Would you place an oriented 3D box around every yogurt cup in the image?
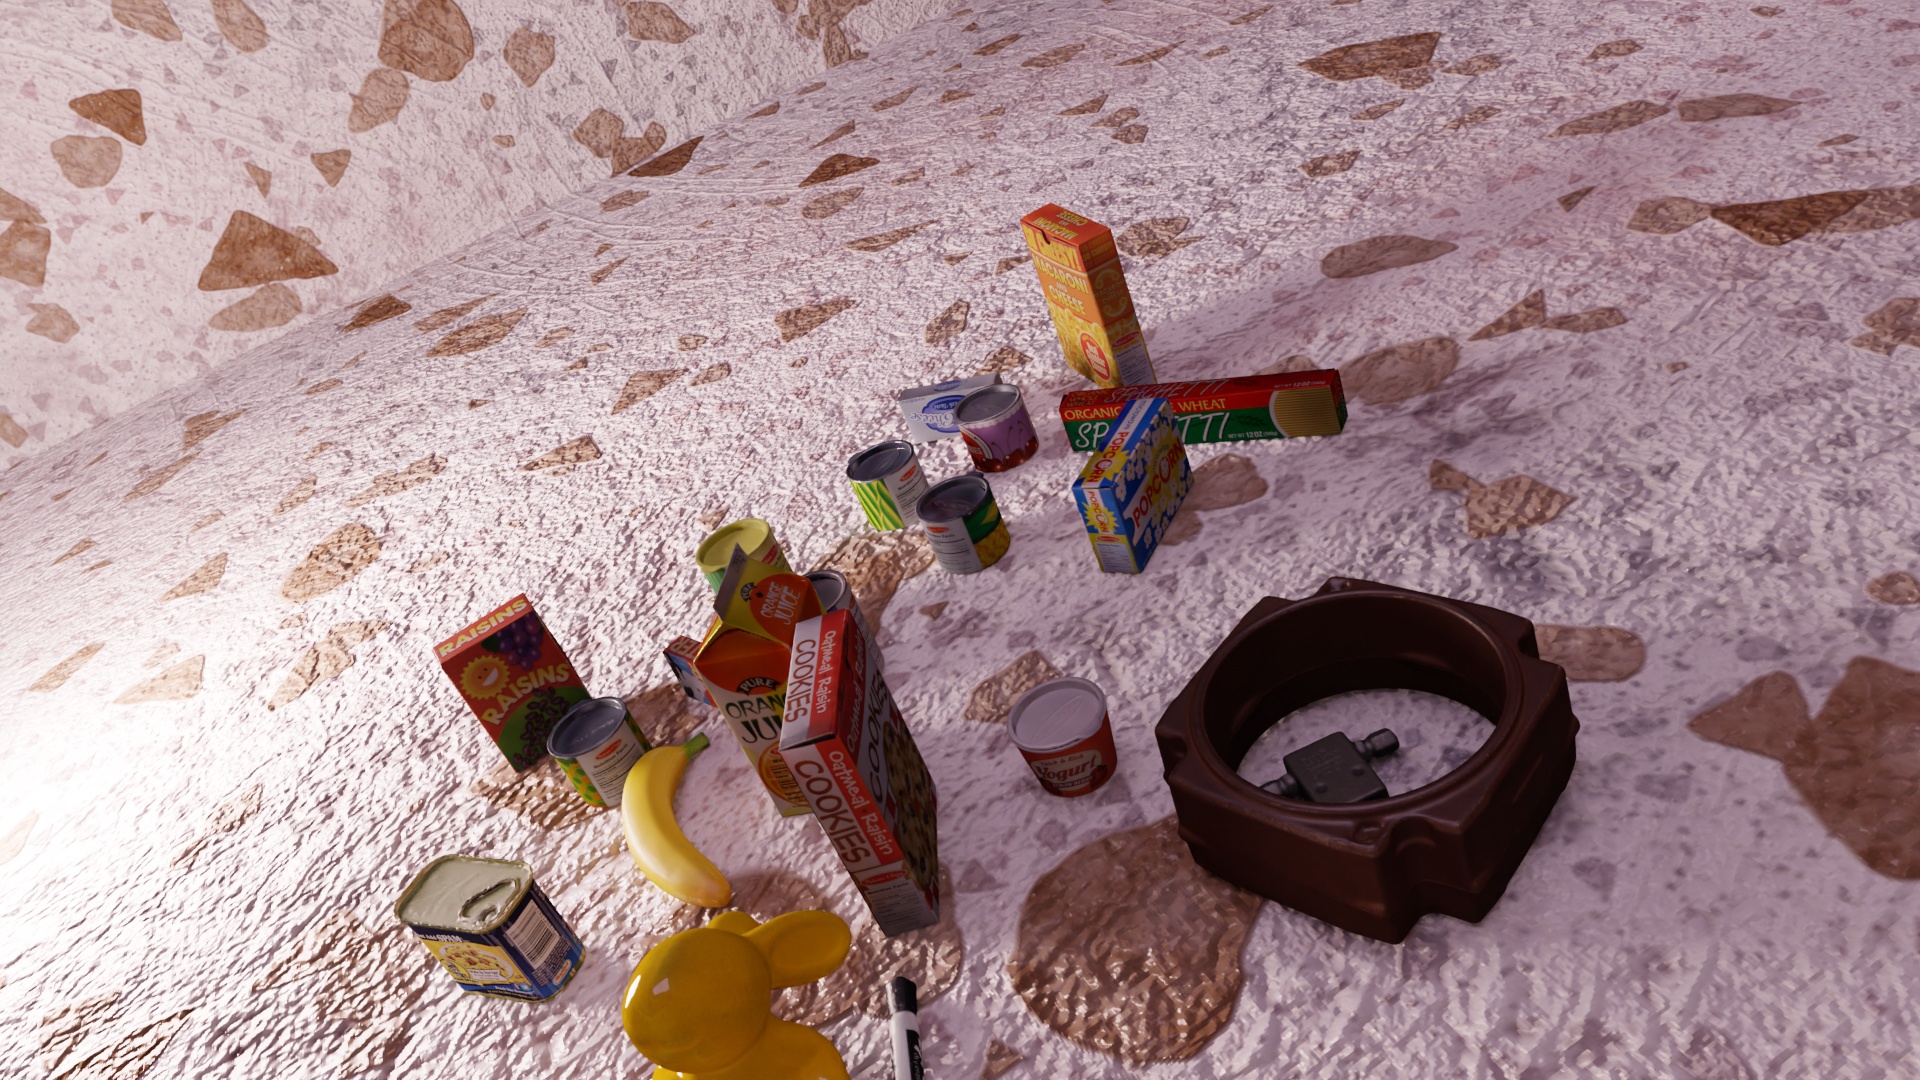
[{"bbox_3d":[0.070,0.131,0.914,0.072,0.053,0.073,-16,32,11],"label":"yogurt cup"}]

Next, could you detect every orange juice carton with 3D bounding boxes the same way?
[{"bbox_3d":[-0.122,0.096,0.957,0.073,0.191,0.072,-13,33,17],"label":"orange juice carton"}]

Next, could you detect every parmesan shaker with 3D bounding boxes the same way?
[{"bbox_3d":[-0.170,0.043,1.152,0.071,0.102,0.072,-16,32,11],"label":"parmesan shaker"}]

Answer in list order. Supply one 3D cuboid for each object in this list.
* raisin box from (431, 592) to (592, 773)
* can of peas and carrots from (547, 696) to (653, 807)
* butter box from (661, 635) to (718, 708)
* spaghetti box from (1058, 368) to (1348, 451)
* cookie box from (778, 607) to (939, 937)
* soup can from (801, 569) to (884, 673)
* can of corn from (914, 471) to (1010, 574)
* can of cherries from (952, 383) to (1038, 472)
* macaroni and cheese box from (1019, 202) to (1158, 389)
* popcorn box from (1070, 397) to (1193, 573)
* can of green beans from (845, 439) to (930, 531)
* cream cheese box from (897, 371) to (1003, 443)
[{"bbox_3d":[-0.363,0.117,1.143,0.086,0.123,0.040,-33,33,-16],"label":"raisin box"},{"bbox_3d":[-0.278,0.164,1.081,0.071,0.058,0.071,-16,32,11],"label":"can of peas and carrots"},{"bbox_3d":[-0.191,0.111,1.110,0.103,0.053,0.024,12,46,43],"label":"butter box"},{"bbox_3d":[0.204,-0.111,1.199,0.250,0.050,0.029,-2,37,30],"label":"spaghetti box"},{"bbox_3d":[-0.058,0.144,0.869,0.040,0.166,0.123,-17,32,9],"label":"cookie box"},{"bbox_3d":[-0.106,0.076,1.081,0.071,0.083,0.072,-16,32,11],"label":"soup can"},{"bbox_3d":[0.004,-0.015,1.172,0.071,0.058,0.071,-16,32,11],"label":"can of corn"},{"bbox_3d":[0.031,-0.103,1.289,0.071,0.058,0.072,-16,32,11],"label":"can of cherries"},{"bbox_3d":[0.120,-0.225,1.313,0.040,0.165,0.124,-29,32,-10],"label":"macaroni and cheese box"},{"bbox_3d":[0.139,-0.045,1.107,0.038,0.085,0.127,1,38,34],"label":"popcorn box"},{"bbox_3d":[-0.063,-0.050,1.269,0.071,0.057,0.071,-16,32,11],"label":"can of green beans"},{"bbox_3d":[-0.004,-0.129,1.354,0.104,0.053,0.024,-8,34,23],"label":"cream cheese box"}]
